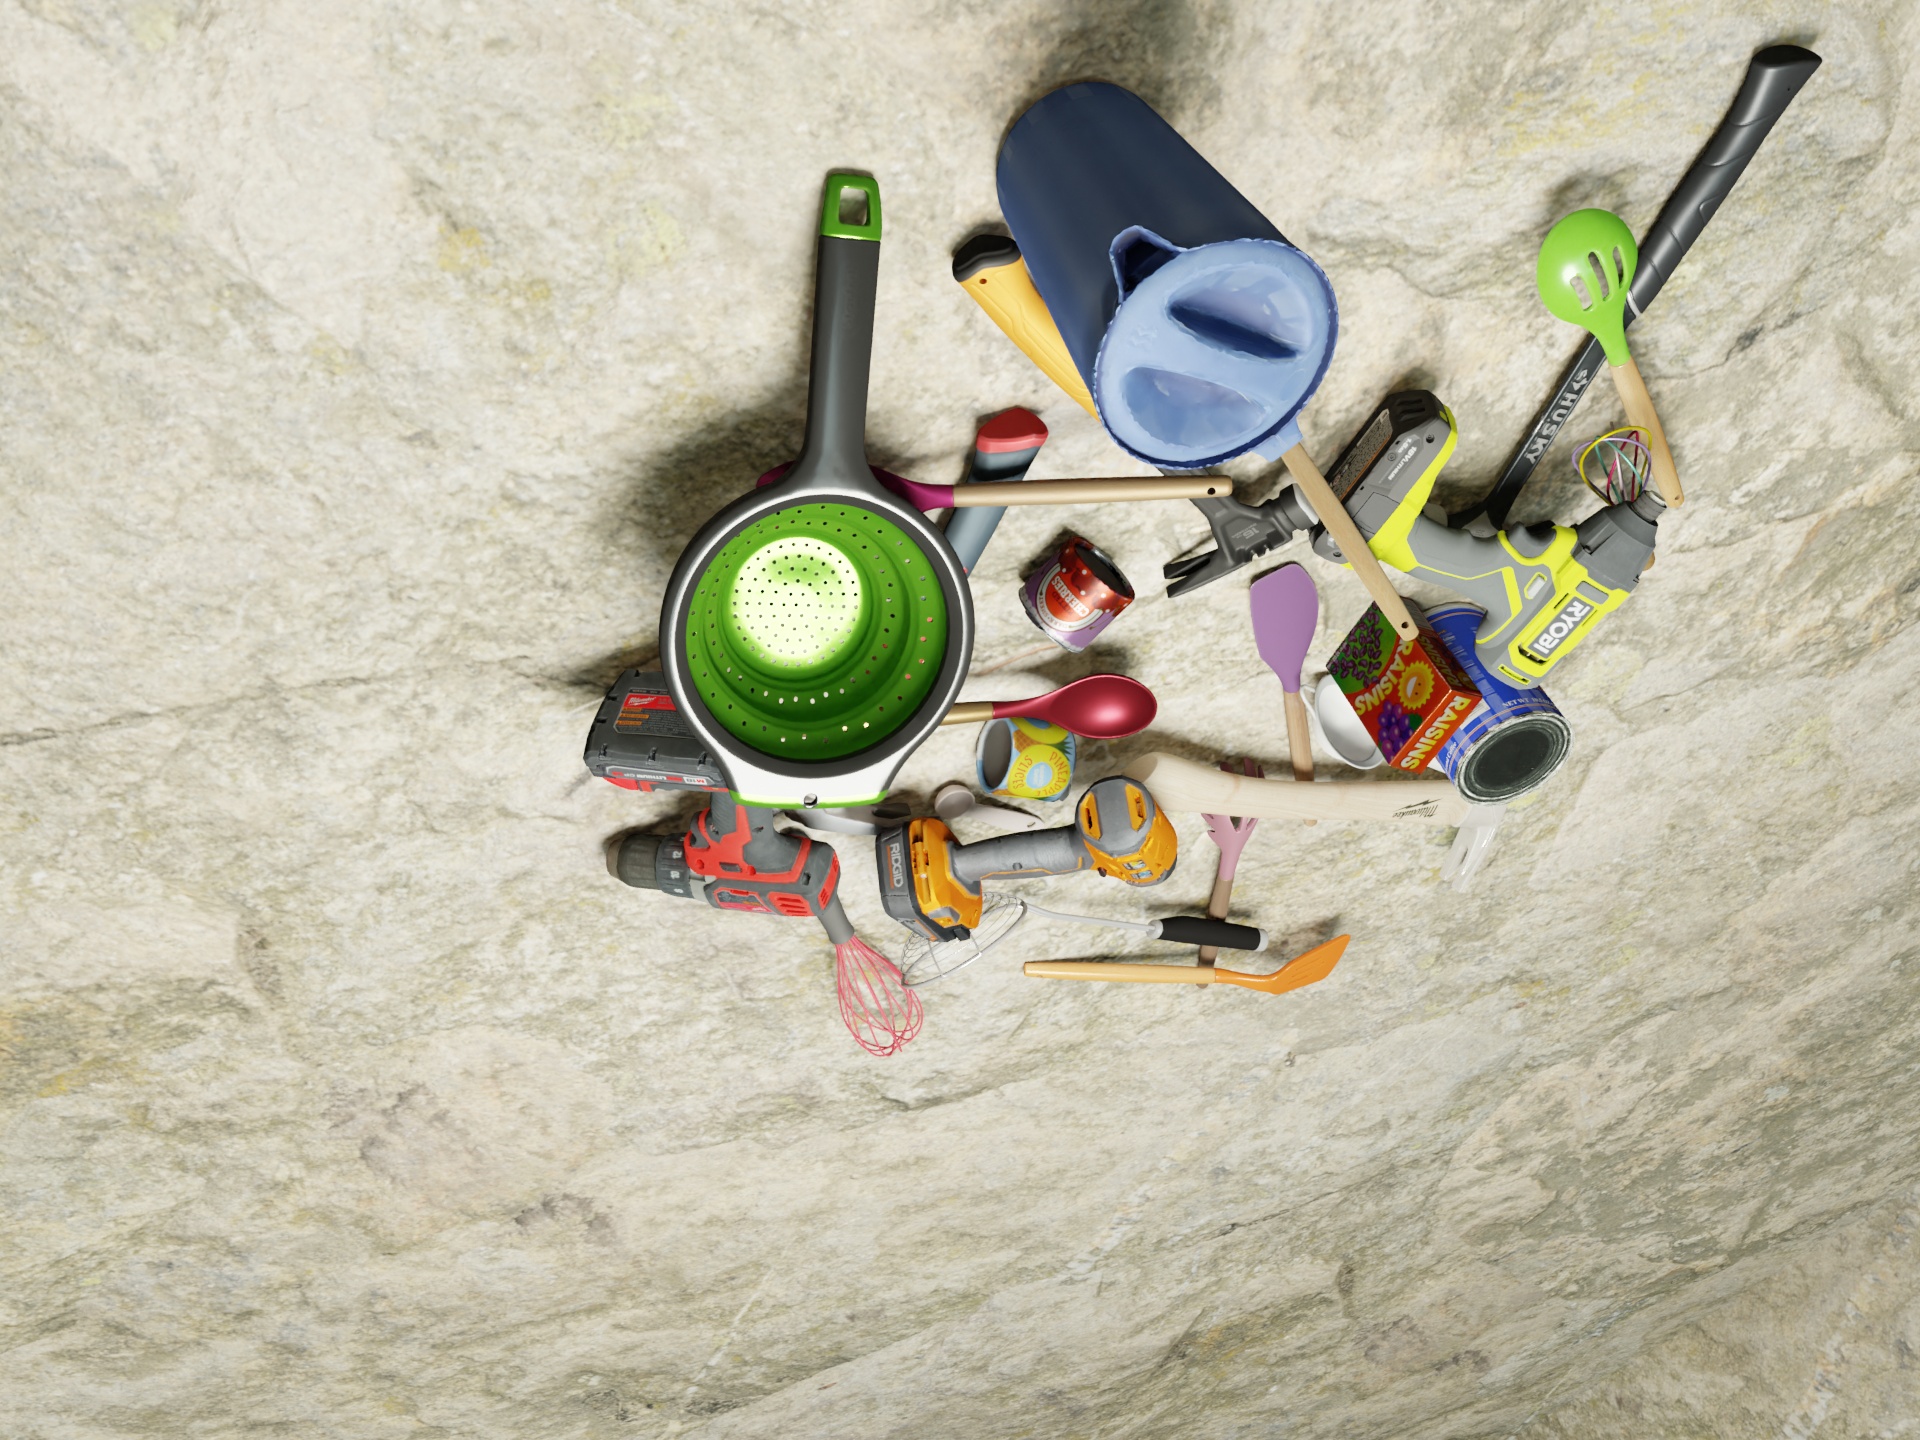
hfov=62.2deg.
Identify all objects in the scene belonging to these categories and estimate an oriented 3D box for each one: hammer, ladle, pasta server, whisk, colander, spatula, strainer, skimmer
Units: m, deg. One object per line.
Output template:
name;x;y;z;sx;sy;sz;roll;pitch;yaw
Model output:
hammer;0.476;-0.284;1.147;0.149;0.036;0.408;6;130;-26
ladle;0.235;-0.171;1.085;0.078;0.062;0.320;-34;113;13
hammer;0.106;-0.204;1.081;0.127;0.034;0.336;-29;133;29
pasta server;0.243;0.154;1.490;0.060;0.040;0.316;-11;139;-10
whisk;0.520;-0.168;1.233;0.047;0.051;0.244;-52;147;4
whisk;-0.098;0.200;1.391;0.073;0.073;0.295;-21;129;1
colander;-0.092;-0.143;1.025;0.204;0.095;0.397;1;108;-17
hammer;0.314;0.078;1.391;0.410;0.038;0.146;4;115;-27
spatula;0.220;0.238;1.538;0.322;0.041;0.081;3;139;-8
strainer;0.382;0.025;1.361;0.258;0.087;0.050;19;147;-19
skimmer;0.121;0.212;1.437;0.363;0.090;0.127;9;167;-23
ladle;-0.002;-0.004;1.199;0.315;0.031;0.069;-5;135;-17
hammer;-0.023;-0.059;1.181;0.143;0.038;0.386;10;128;-29
spatula;0.286;-0.012;1.350;0.060;0.018;0.315;-26;135;-6

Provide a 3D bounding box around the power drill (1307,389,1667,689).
power drill;0.384;-0.138;1.163;0.223;0.080;0.171;27;123;-11

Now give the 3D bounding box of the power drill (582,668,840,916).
power drill;-0.201;0.065;1.174;0.188;0.080;0.226;4;142;17

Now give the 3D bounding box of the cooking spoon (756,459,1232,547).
cooking spoon;0.021;-0.152;1.067;0.319;0.017;0.068;-1;124;5

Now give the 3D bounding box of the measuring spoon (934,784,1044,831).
measuring spoon;0.025;0.075;1.347;0.124;0.018;0.034;18;124;-41

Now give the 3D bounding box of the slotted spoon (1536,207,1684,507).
slotted spoon;0.483;-0.246;1.144;0.070;0.031;0.313;-37;136;11

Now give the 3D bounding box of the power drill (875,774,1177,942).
power drill;0.063;0.115;1.281;0.226;0.084;0.164;-14;155;15
